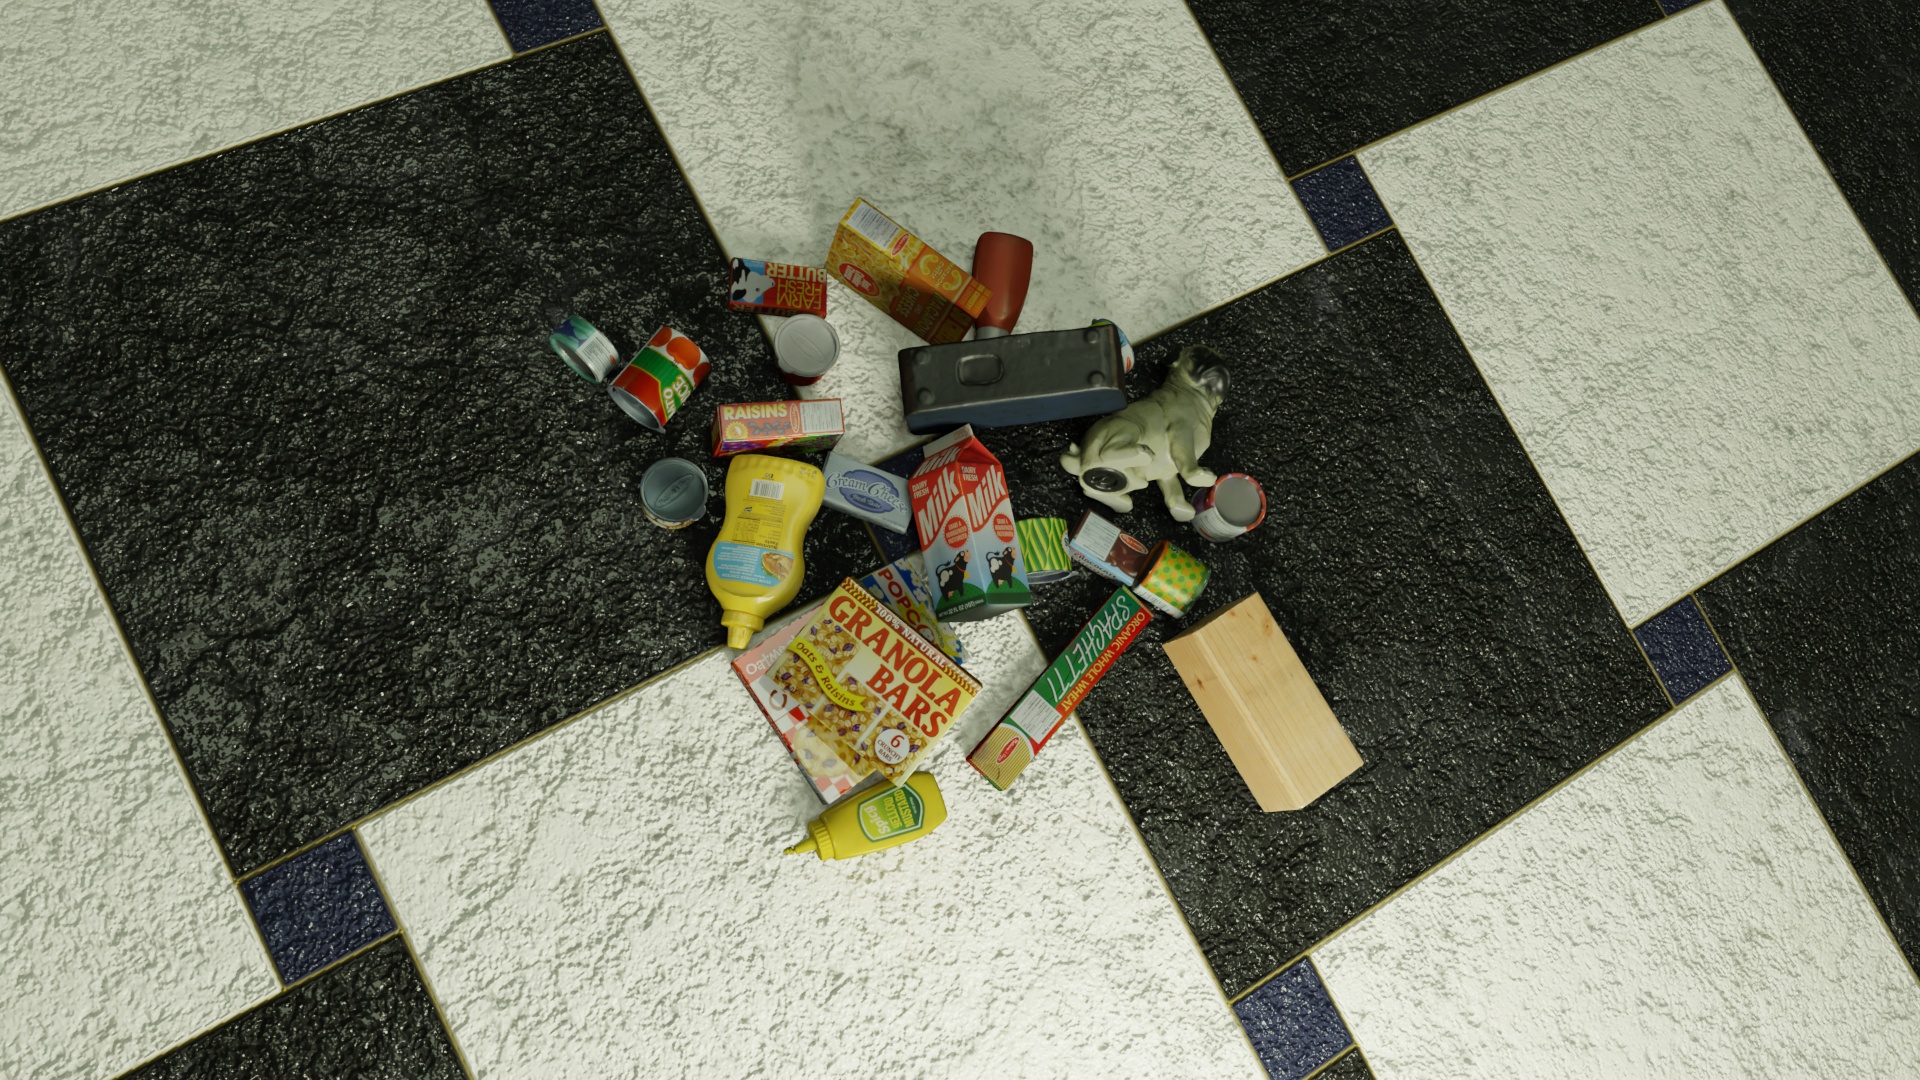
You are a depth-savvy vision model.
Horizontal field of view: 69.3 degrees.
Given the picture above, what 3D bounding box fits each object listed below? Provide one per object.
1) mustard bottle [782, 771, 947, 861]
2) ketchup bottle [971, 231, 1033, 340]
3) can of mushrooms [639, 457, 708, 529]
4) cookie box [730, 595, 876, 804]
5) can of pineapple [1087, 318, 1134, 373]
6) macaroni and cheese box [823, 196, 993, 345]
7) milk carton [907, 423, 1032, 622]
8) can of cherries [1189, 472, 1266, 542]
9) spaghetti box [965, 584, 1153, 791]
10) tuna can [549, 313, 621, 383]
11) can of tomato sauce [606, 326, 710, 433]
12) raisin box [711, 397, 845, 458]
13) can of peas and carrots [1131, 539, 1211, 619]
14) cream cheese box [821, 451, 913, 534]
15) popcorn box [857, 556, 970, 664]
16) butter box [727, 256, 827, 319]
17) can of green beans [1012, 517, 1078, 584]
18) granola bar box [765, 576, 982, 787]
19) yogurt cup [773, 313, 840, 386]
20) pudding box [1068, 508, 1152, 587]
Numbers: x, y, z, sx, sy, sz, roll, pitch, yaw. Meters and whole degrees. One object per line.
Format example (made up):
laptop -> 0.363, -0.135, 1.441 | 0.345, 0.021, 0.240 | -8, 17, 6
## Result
mustard bottle -> -0.094, 0.274, 1.339 | 0.161, 0.048, 0.065 | -19, 80, -18
ketchup bottle -> 0.040, -0.259, 1.508 | 0.065, 0.043, 0.149 | 11, 74, -11
can of mushrooms -> -0.283, -0.044, 1.378 | 0.071, 0.033, 0.071 | 4, 75, -14
cookie box -> -0.129, 0.155, 1.365 | 0.123, 0.040, 0.167 | -34, 87, -19
can of pineapple -> 0.145, -0.200, 1.509 | 0.058, 0.071, 0.071 | -33, 87, -19
macaroni and cheese box -> -0.056, -0.271, 1.444 | 0.166, 0.123, 0.040 | 34, 73, -5
milk carton -> 0.005, -0.018, 1.409 | 0.073, 0.072, 0.191 | 2, 71, -48
can of cherries -> 0.291, -0.038, 1.509 | 0.071, 0.058, 0.071 | 3, 76, -13
spaghetti box -> 0.104, 0.150, 1.431 | 0.050, 0.028, 0.251 | 44, 70, -1
tuna can -> -0.373, -0.190, 1.375 | 0.071, 0.071, 0.033 | 41, 72, -2
can of tomato sauce -> -0.298, -0.160, 1.385 | 0.071, 0.071, 0.083 | 37, 70, -3
raisin box -> -0.184, -0.111, 1.392 | 0.123, 0.086, 0.040 | -5, 83, -15
can of peas and carrots -> 0.223, 0.039, 1.469 | 0.059, 0.070, 0.071 | 32, 71, -4
cream cheese box -> -0.097, -0.049, 1.431 | 0.104, 0.024, 0.053 | 21, 72, -9
popcorn box -> -0.056, 0.087, 1.381 | 0.127, 0.038, 0.085 | 57, 36, 4
butter box -> -0.191, -0.264, 1.460 | 0.103, 0.024, 0.053 | 5, 75, -13
can of green beans -> 0.081, 0.011, 1.440 | 0.071, 0.071, 0.058 | -3, 77, -15
granola bar box -> -0.080, 0.132, 1.314 | 0.165, 0.039, 0.124 | 40, 89, 4
yogurt cup -> -0.162, -0.193, 1.435 | 0.072, 0.053, 0.072 | 3, 76, -14
pudding box -> 0.155, 0.010, 1.478 | 0.084, 0.030, 0.050 | 32, 70, -5
